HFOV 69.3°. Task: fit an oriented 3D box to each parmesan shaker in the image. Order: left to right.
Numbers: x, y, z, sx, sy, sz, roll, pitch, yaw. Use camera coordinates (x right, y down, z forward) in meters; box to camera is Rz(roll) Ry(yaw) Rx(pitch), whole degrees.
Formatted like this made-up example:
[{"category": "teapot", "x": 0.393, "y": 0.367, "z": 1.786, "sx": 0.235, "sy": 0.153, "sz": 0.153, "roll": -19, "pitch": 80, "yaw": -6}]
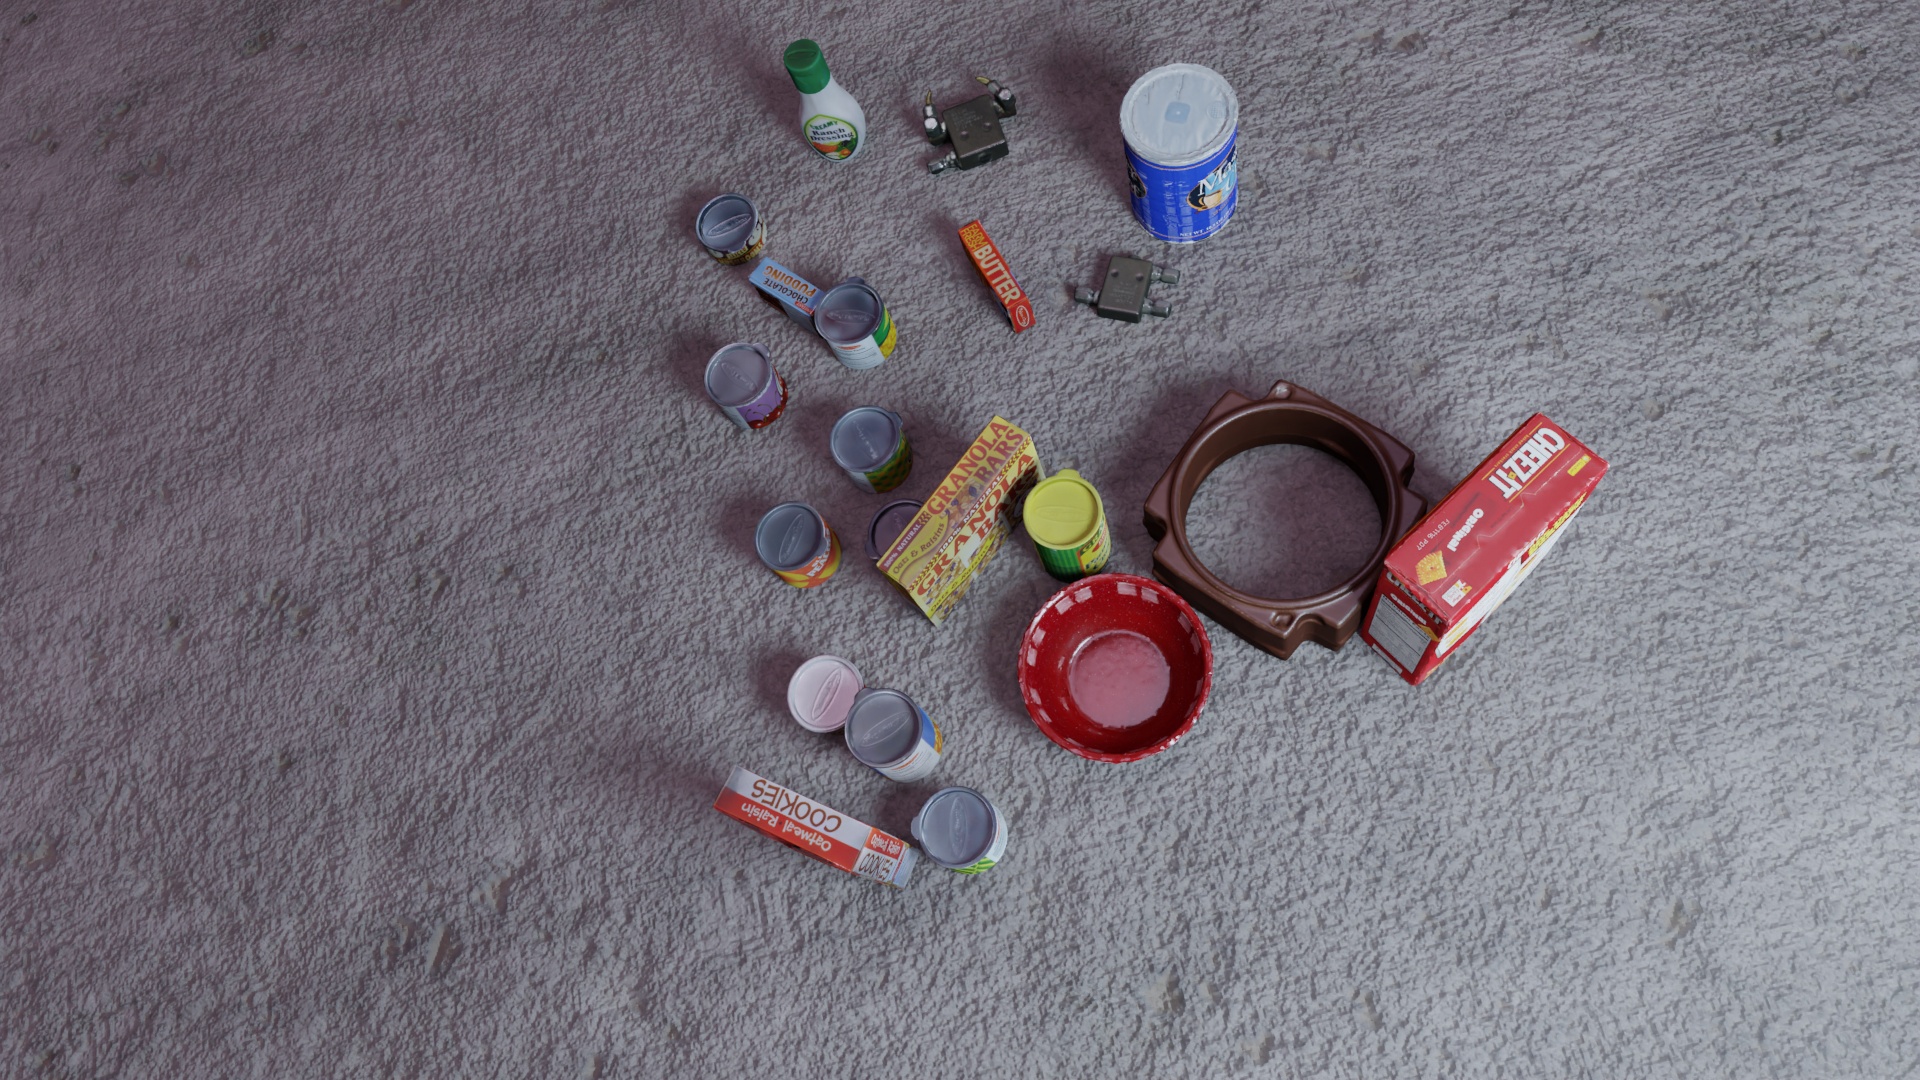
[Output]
[{"category": "parmesan shaker", "x": 0.094, "y": -0.010, "z": 1.193, "sx": 0.071, "sy": 0.103, "sz": 0.071, "roll": -4, "pitch": 71, "yaw": 10}]

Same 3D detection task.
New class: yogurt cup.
[{"category": "yogurt cup", "x": -0.111, "y": 0.138, "z": 1.209, "sx": 0.072, "sy": 0.054, "sz": 0.072, "roll": -3, "pitch": 71, "yaw": 10}]

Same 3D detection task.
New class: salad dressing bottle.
[{"category": "salad dressing bottle", "x": -0.135, "y": -0.430, "z": 1.361, "sx": 0.064, "sy": 0.147, "sz": 0.044, "roll": -2, "pitch": 71, "yaw": 11}]

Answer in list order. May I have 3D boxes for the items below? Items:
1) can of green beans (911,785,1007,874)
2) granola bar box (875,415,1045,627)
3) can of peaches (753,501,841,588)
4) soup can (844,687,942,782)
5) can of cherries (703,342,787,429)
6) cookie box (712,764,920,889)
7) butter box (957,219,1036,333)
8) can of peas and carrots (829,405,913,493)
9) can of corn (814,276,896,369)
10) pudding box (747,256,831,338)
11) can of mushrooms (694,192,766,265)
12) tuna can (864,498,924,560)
[{"category": "can of green beans", "x": 0.002, "y": 0.240, "z": 1.148, "sx": 0.071, "sy": 0.057, "sz": 0.071, "roll": -3, "pitch": 71, "yaw": 10}, {"category": "granola bar box", "x": 0.004, "y": -0.015, "z": 1.201, "sx": 0.039, "sy": 0.124, "sz": 0.166, "roll": 35, "pitch": 81, "yaw": 20}, {"category": "can of peaches", "x": -0.145, "y": 0.006, "z": 1.259, "sx": 0.071, "sy": 0.058, "sz": 0.071, "roll": -3, "pitch": 71, "yaw": 10}, {"category": "soup can", "x": -0.056, "y": 0.164, "z": 1.173, "sx": 0.071, "sy": 0.083, "sz": 0.071, "roll": -4, "pitch": 71, "yaw": 10}, {"category": "can of cherries", "x": -0.201, "y": -0.148, "z": 1.324, "sx": 0.071, "sy": 0.058, "sz": 0.071, "roll": -3, "pitch": 71, "yaw": 10}, {"category": "cookie box", "x": -0.111, "y": 0.234, "z": 1.114, "sx": 0.123, "sy": 0.167, "sz": 0.040, "roll": 20, "pitch": 77, "yaw": 17}, {"category": "butter box", "x": 0.034, "y": -0.250, "z": 1.316, "sx": 0.024, "sy": 0.053, "sz": 0.104, "roll": -30, "pitch": 68, "yaw": 0}, {"category": "can of peas and carrots", "x": -0.079, "y": -0.085, "z": 1.277, "sx": 0.071, "sy": 0.058, "sz": 0.071, "roll": -3, "pitch": 71, "yaw": 10}, {"category": "can of corn", "x": -0.099, "y": -0.206, "z": 1.324, "sx": 0.071, "sy": 0.058, "sz": 0.071, "roll": -3, "pitch": 71, "yaw": 10}, {"category": "pudding box", "x": -0.162, "y": -0.236, "z": 1.351, "sx": 0.084, "sy": 0.049, "sz": 0.030, "roll": 33, "pitch": 81, "yaw": 20}, {"category": "can of mushrooms", "x": -0.230, "y": -0.312, "z": 1.400, "sx": 0.071, "sy": 0.033, "sz": 0.071, "roll": -3, "pitch": 71, "yaw": 10}, {"category": "tuna can", "x": -0.050, "y": -0.001, "z": 1.256, "sx": 0.071, "sy": 0.032, "sz": 0.071, "roll": -3, "pitch": 71, "yaw": 10}]
